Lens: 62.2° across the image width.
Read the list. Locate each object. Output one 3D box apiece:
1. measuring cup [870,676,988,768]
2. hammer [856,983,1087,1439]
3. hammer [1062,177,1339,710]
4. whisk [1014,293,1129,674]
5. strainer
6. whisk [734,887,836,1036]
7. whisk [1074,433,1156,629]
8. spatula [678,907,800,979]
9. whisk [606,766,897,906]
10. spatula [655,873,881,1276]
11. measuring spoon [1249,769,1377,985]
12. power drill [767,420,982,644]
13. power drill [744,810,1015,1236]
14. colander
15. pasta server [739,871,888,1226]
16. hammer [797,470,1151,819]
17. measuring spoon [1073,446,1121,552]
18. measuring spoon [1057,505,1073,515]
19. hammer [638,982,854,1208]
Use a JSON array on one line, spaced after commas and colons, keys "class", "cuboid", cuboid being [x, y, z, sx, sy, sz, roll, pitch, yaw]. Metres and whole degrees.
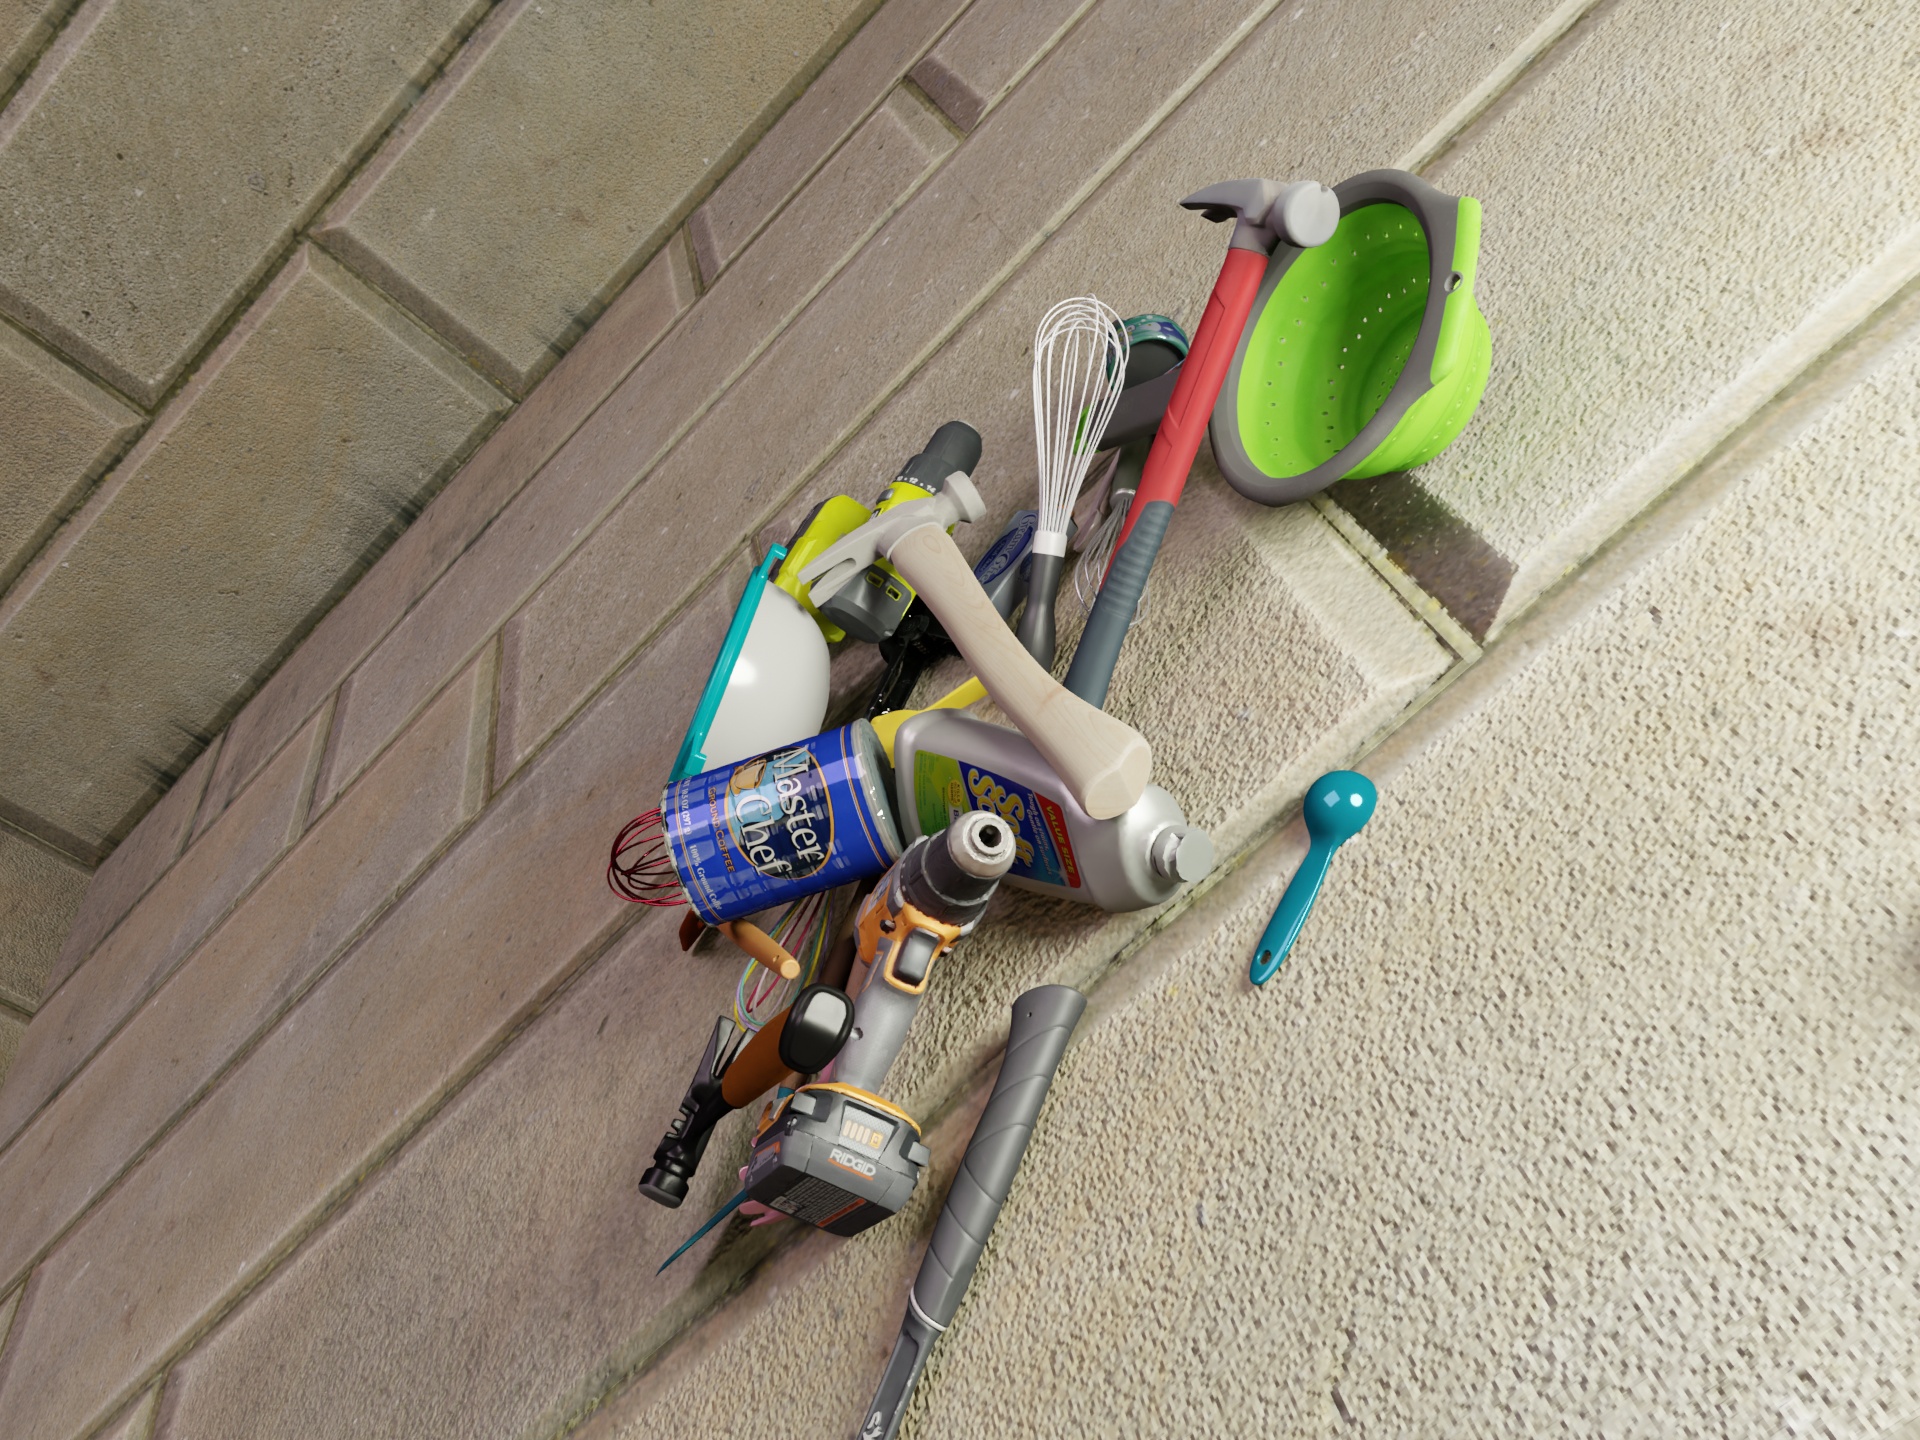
[{"class": "measuring cup", "cuboid": [-0.002, -0.004, 1.143, 0.156, 0.062, 0.029, -32, 47, 10]}, {"class": "hammer", "cuboid": [-0.022, 0.322, 0.816, 0.149, 0.036, 0.409, -5, 52, 50]}, {"class": "hammer", "cuboid": [0.120, -0.152, 1.015, 0.143, 0.038, 0.386, 37, 108, 63]}, {"class": "whisk", "cuboid": [0.068, -0.155, 1.108, 0.070, 0.070, 0.284, 13, 95, 58]}, {"class": "strainer", "cuboid": [-0.173, 0.014, 1.290, 0.340, 0.095, 0.211, 129, 160, -65]}, {"class": "whisk", "cuboid": [-0.102, 0.117, 1.146, 0.047, 0.051, 0.245, -21, 38, 50]}, {"class": "whisk", "cuboid": [0.118, -0.150, 1.138, 0.059, 0.057, 0.247, -51, 18, 44]}, {"class": "spatula", "cuboid": [-0.153, 0.148, 1.114, 0.081, 0.041, 0.323, -54, 18, -10]}, {"class": "whisk", "cuboid": [-0.121, 0.070, 1.135, 0.296, 0.073, 0.073, -17, 39, 11]}, {"class": "spatula", "cuboid": [-0.113, 0.216, 1.046, 0.082, 0.044, 0.318, 124, 169, -58]}, {"class": "measuring spoon", "cuboid": [0.176, 0.078, 0.827, 0.042, 0.021, 0.129, 3, 58, 55]}, {"class": "power drill", "cuboid": [-0.073, -0.147, 1.312, 0.191, 0.080, 0.228, -61, 20, -16]}, {"class": "power drill", "cuboid": [-0.037, 0.166, 0.915, 0.185, 0.084, 0.226, -52, 15, 58]}, {"class": "colander", "cuboid": [0.209, -0.211, 1.027, 0.397, 0.094, 0.204, -5, 71, 62]}, {"class": "pasta server", "cuboid": [-0.075, 0.180, 1.042, 0.040, 0.060, 0.316, 2, 50, 17]}, {"class": "hammer", "cuboid": [0.007, -0.048, 1.017, 0.146, 0.038, 0.411, -31, 33, -2]}, {"class": "measuring spoon", "cuboid": [0.114, -0.170, 1.198, 0.034, 0.018, 0.124, -49, 13, 54]}, {"class": "measuring spoon", "cuboid": [0.046, -0.126, 1.220, 0.117, 0.011, 0.021, -48, 29, -17]}, {"class": "hammer", "cuboid": [-0.119, 0.199, 0.913, 0.127, 0.034, 0.336, -65, 9, -29]}]
